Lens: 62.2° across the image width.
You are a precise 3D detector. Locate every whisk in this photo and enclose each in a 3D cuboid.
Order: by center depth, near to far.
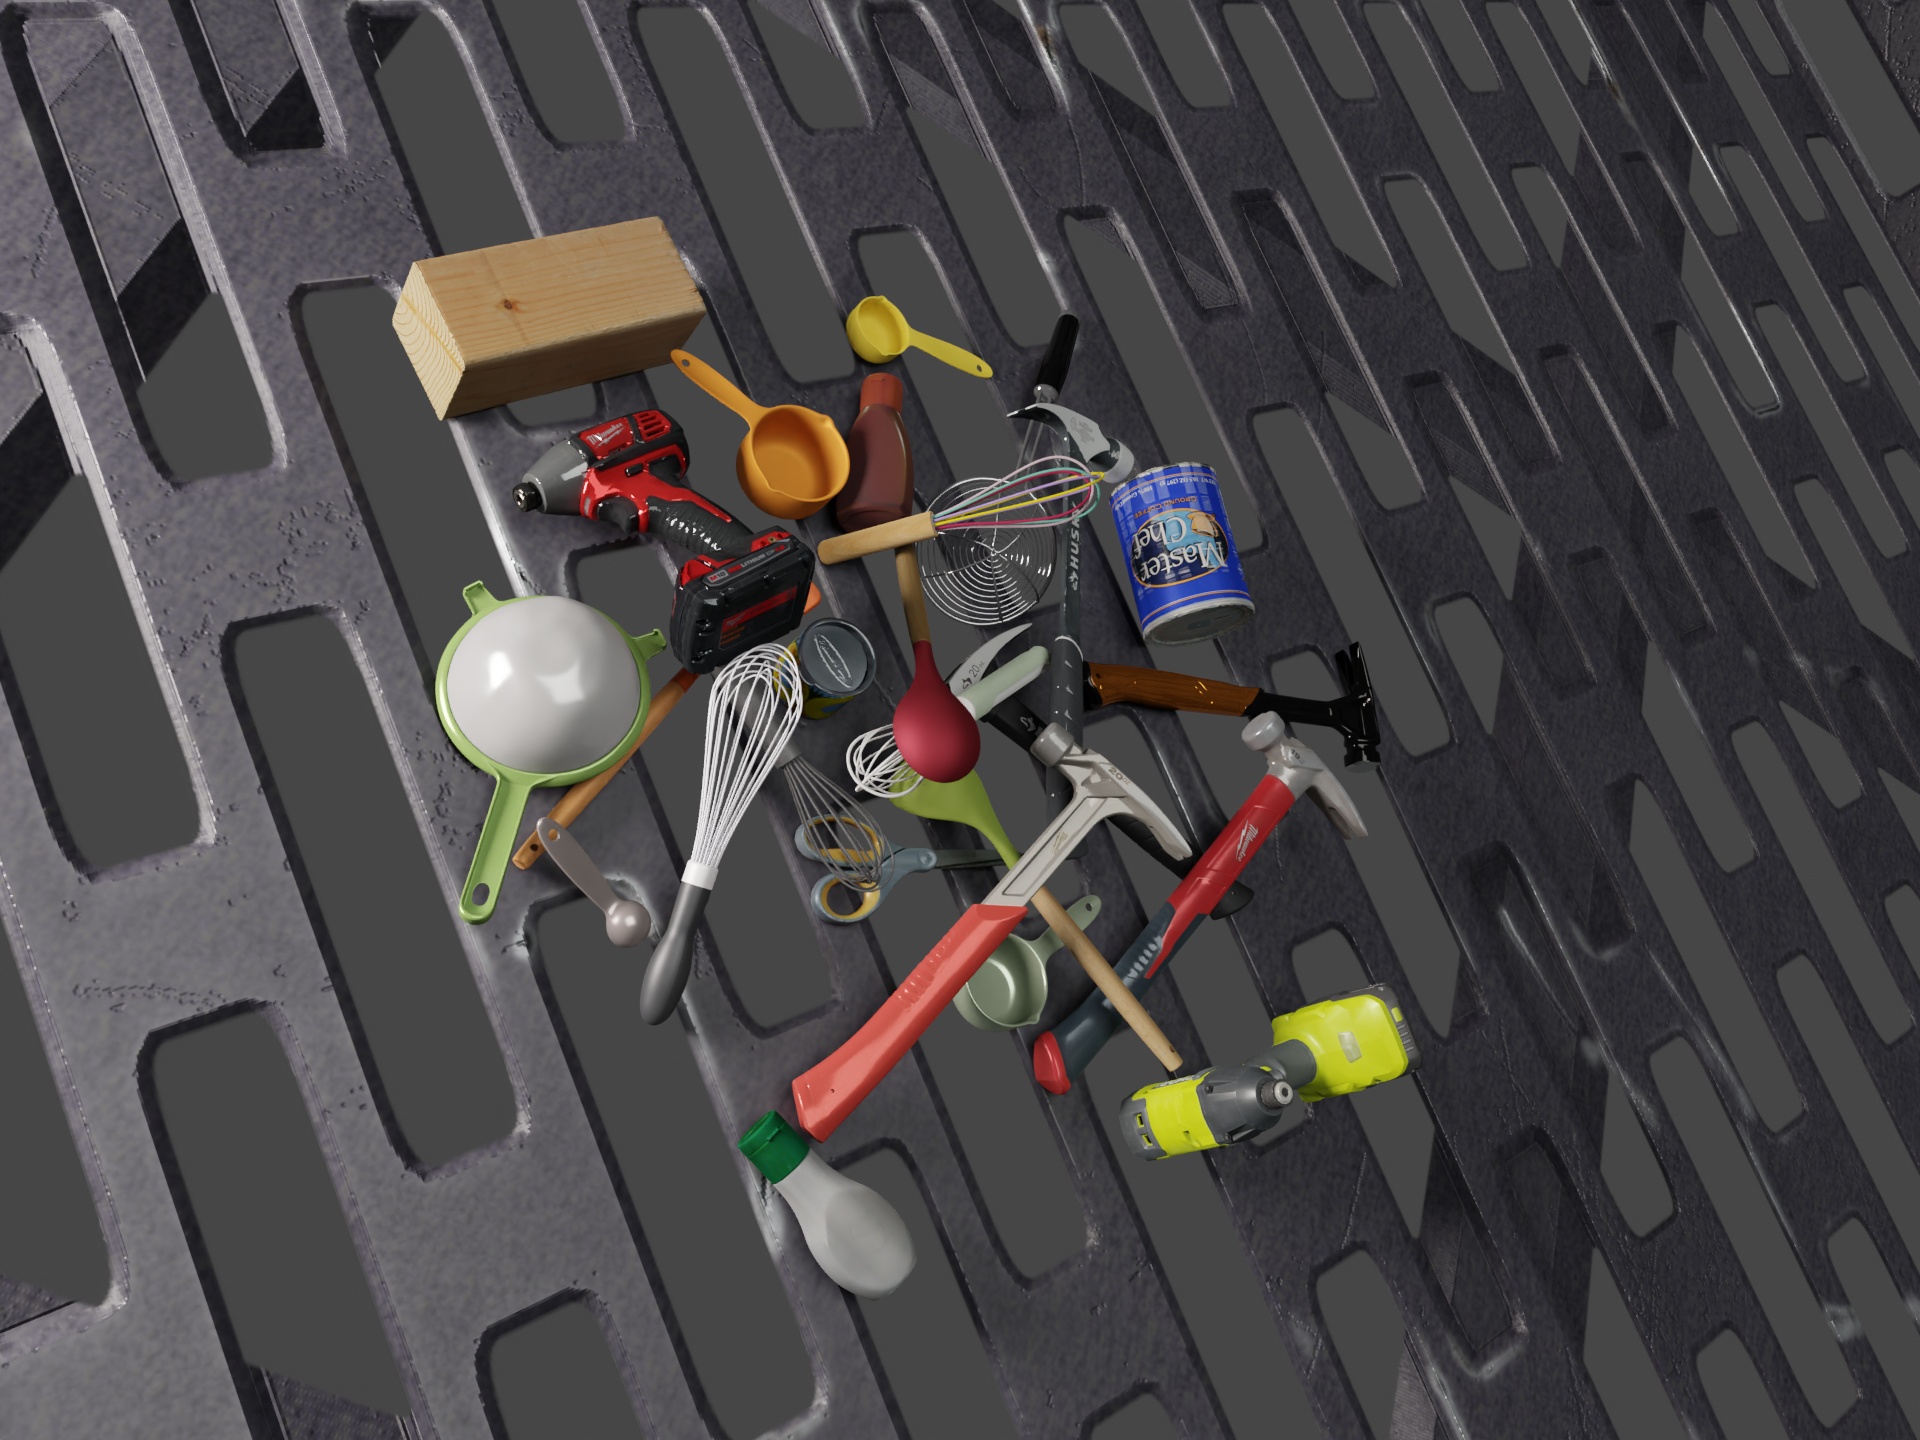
[{"bbox_3d":[-0.175,0.080,1.135,0.070,0.070,0.285,20,83,-22],"label":"whisk"},{"bbox_3d":[-0.127,0.028,1.199,0.055,0.055,0.239,-34,91,-35],"label":"whisk"},{"bbox_3d":[-0.002,-0.004,1.262,0.059,0.057,0.246,44,46,12],"label":"whisk"},{"bbox_3d":[0.000,-0.166,1.297,0.051,0.245,0.047,62,20,-46],"label":"whisk"}]

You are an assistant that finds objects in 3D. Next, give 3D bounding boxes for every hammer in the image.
[{"bbox_3d":[0.013,0.174,1.191,0.149,0.036,0.359,43,73,0],"label":"hammer"},{"bbox_3d":[0.089,-0.078,1.324,0.149,0.036,0.409,26,59,-46],"label":"hammer"},{"bbox_3d":[0.198,0.169,1.330,0.143,0.038,0.386,48,64,-10],"label":"hammer"},{"bbox_3d":[0.123,0.057,1.366,0.334,0.035,0.146,39,57,-11],"label":"hammer"},{"bbox_3d":[0.248,-0.027,1.471,0.336,0.034,0.127,6,69,-28],"label":"hammer"}]

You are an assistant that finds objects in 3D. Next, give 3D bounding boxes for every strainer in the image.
[{"bbox_3d":[-0.302,0.014,1.104,0.151,0.069,0.257,15,63,-10],"label":"strainer"}]

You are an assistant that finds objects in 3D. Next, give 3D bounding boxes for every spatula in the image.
[{"bbox_3d":[-0.225,-0.012,1.192,0.081,0.041,0.323,42,57,-9],"label":"spatula"}]

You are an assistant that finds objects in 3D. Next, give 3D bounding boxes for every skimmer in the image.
[{"bbox_3d":[0.052,-0.242,1.449,0.127,0.090,0.364,27,49,-13],"label":"skimmer"}]

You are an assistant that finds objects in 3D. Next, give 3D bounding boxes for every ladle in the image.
[{"bbox_3d":[0.060,0.152,1.254,0.320,0.062,0.078,51,29,4],"label":"ladle"},{"bbox_3d":[-0.033,-0.074,1.264,0.069,0.031,0.316,9,42,-19],"label":"ladle"}]

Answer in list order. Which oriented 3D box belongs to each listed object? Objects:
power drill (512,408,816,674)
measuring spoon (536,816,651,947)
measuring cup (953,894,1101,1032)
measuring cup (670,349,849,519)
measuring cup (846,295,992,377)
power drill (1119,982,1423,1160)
[{"bbox_3d":[-0.224,-0.142,1.190,0.143,0.078,0.220,-30,63,-36],"label":"power drill"},{"bbox_3d":[-0.254,0.113,1.108,0.034,0.018,0.124,-53,126,-31],"label":"measuring spoon"},{"bbox_3d":[0.055,0.188,1.276,0.167,0.038,0.083,-33,87,-42],"label":"measuring cup"},{"bbox_3d":[-0.174,-0.235,1.305,0.173,0.052,0.095,38,57,-9],"label":"measuring cup"},{"bbox_3d":[-0.038,-0.335,1.444,0.156,0.029,0.062,14,64,-37],"label":"measuring cup"},{"bbox_3d":[0.258,0.284,1.272,0.223,0.171,0.080,-14,78,-36],"label":"power drill"}]
